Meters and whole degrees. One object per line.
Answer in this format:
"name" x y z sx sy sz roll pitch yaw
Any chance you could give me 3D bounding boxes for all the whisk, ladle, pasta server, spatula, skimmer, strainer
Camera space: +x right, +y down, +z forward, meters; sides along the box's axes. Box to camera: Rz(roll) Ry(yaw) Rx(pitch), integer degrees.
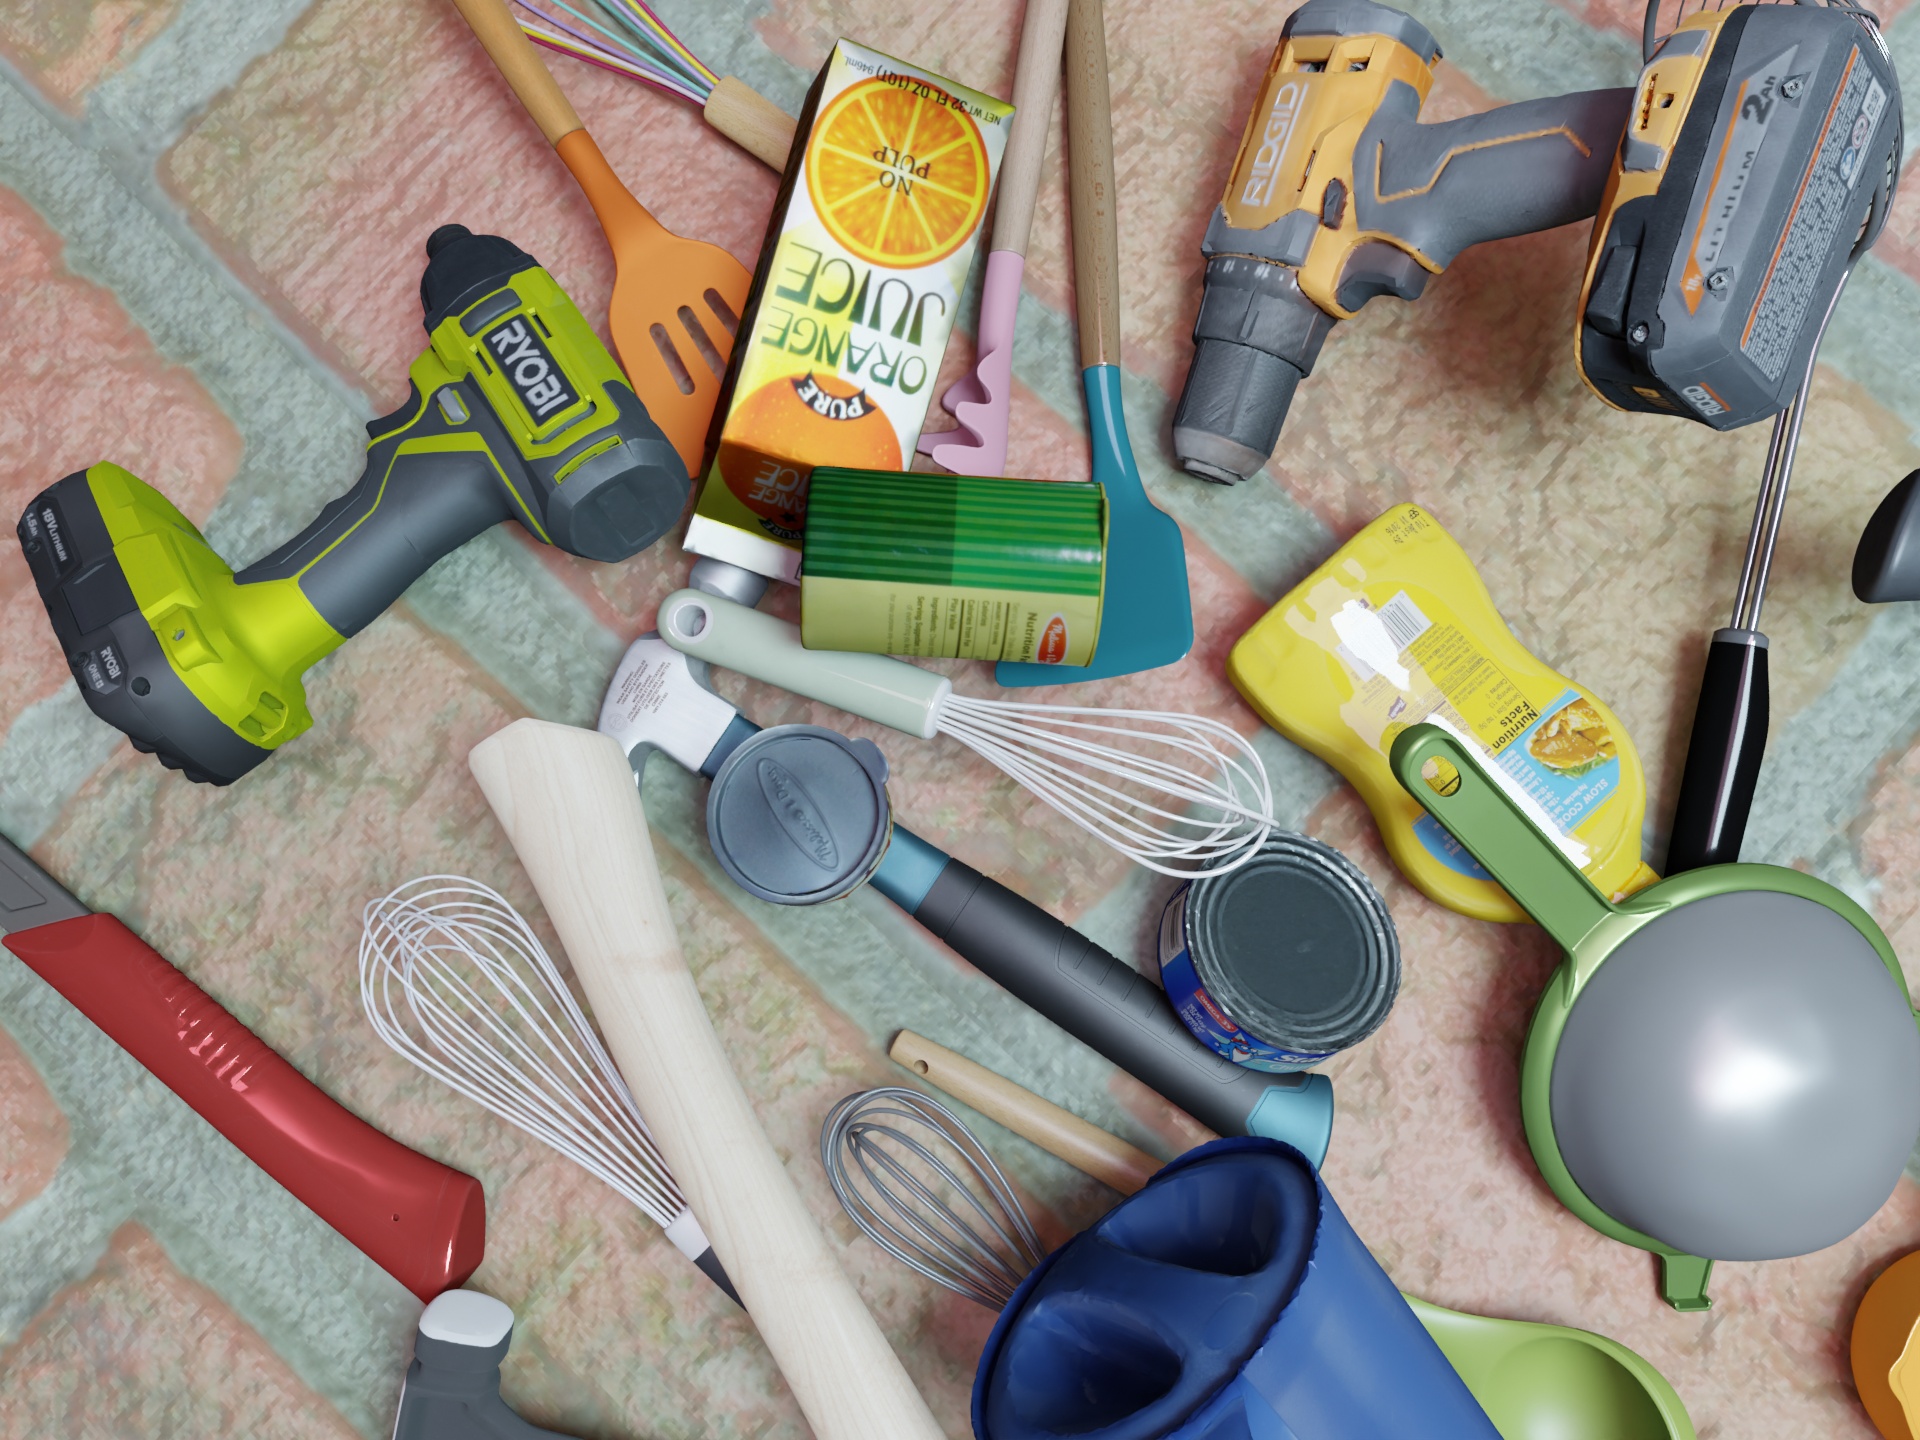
"whisk" -0.122 0.167 0.600 0.284 0.070 0.070 44 87 3
"whisk" -0.120 -0.270 0.668 0.245 0.051 0.047 35 107 3
"ladle" 0.112 0.199 0.583 0.320 0.062 0.078 27 110 9
"whisk" 0.042 0.224 0.591 0.239 0.055 0.055 43 87 3
"pasta server" 0.016 -0.215 0.643 0.040 0.060 0.316 11 83 -18
"spatula" -0.169 -0.251 0.644 0.081 0.041 0.322 -33 89 -1
"spatula" 0.052 -0.169 0.638 0.082 0.044 0.317 -8 79 30
"skimmer" 0.275 -0.095 0.594 0.090 0.127 0.363 10 93 0
"strainer" 0.241 0.095 0.536 0.256 0.069 0.151 43 94 -15
"whisk" -0.001 -0.002 0.589 0.246 0.059 0.058 20 89 10

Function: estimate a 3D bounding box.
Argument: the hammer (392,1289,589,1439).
"hammer" -0.044 0.307 0.579 0.337 0.034 0.127 13 101 1

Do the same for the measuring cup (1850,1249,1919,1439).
"measuring cup" 0.369 0.189 0.570 0.095 0.052 0.174 4 81 4

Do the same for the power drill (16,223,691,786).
"power drill" -0.238 -0.092 0.624 0.223 0.080 0.171 -34 64 -4

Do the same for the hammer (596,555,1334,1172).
"hammer" 0.001 0.071 0.616 0.331 0.033 0.128 33 85 7

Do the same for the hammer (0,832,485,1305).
"hammer" -0.338 0.112 0.630 0.359 0.036 0.149 37 86 8

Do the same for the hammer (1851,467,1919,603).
"hammer" 0.497 -0.046 0.505 0.409 0.036 0.149 2 85 4

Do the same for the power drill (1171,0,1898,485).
"power drill" 0.179 -0.160 0.566 0.226 0.084 0.185 24 96 45

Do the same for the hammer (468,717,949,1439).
"hammer" -0.072 0.188 0.548 0.146 0.038 0.411 -29 84 -5
